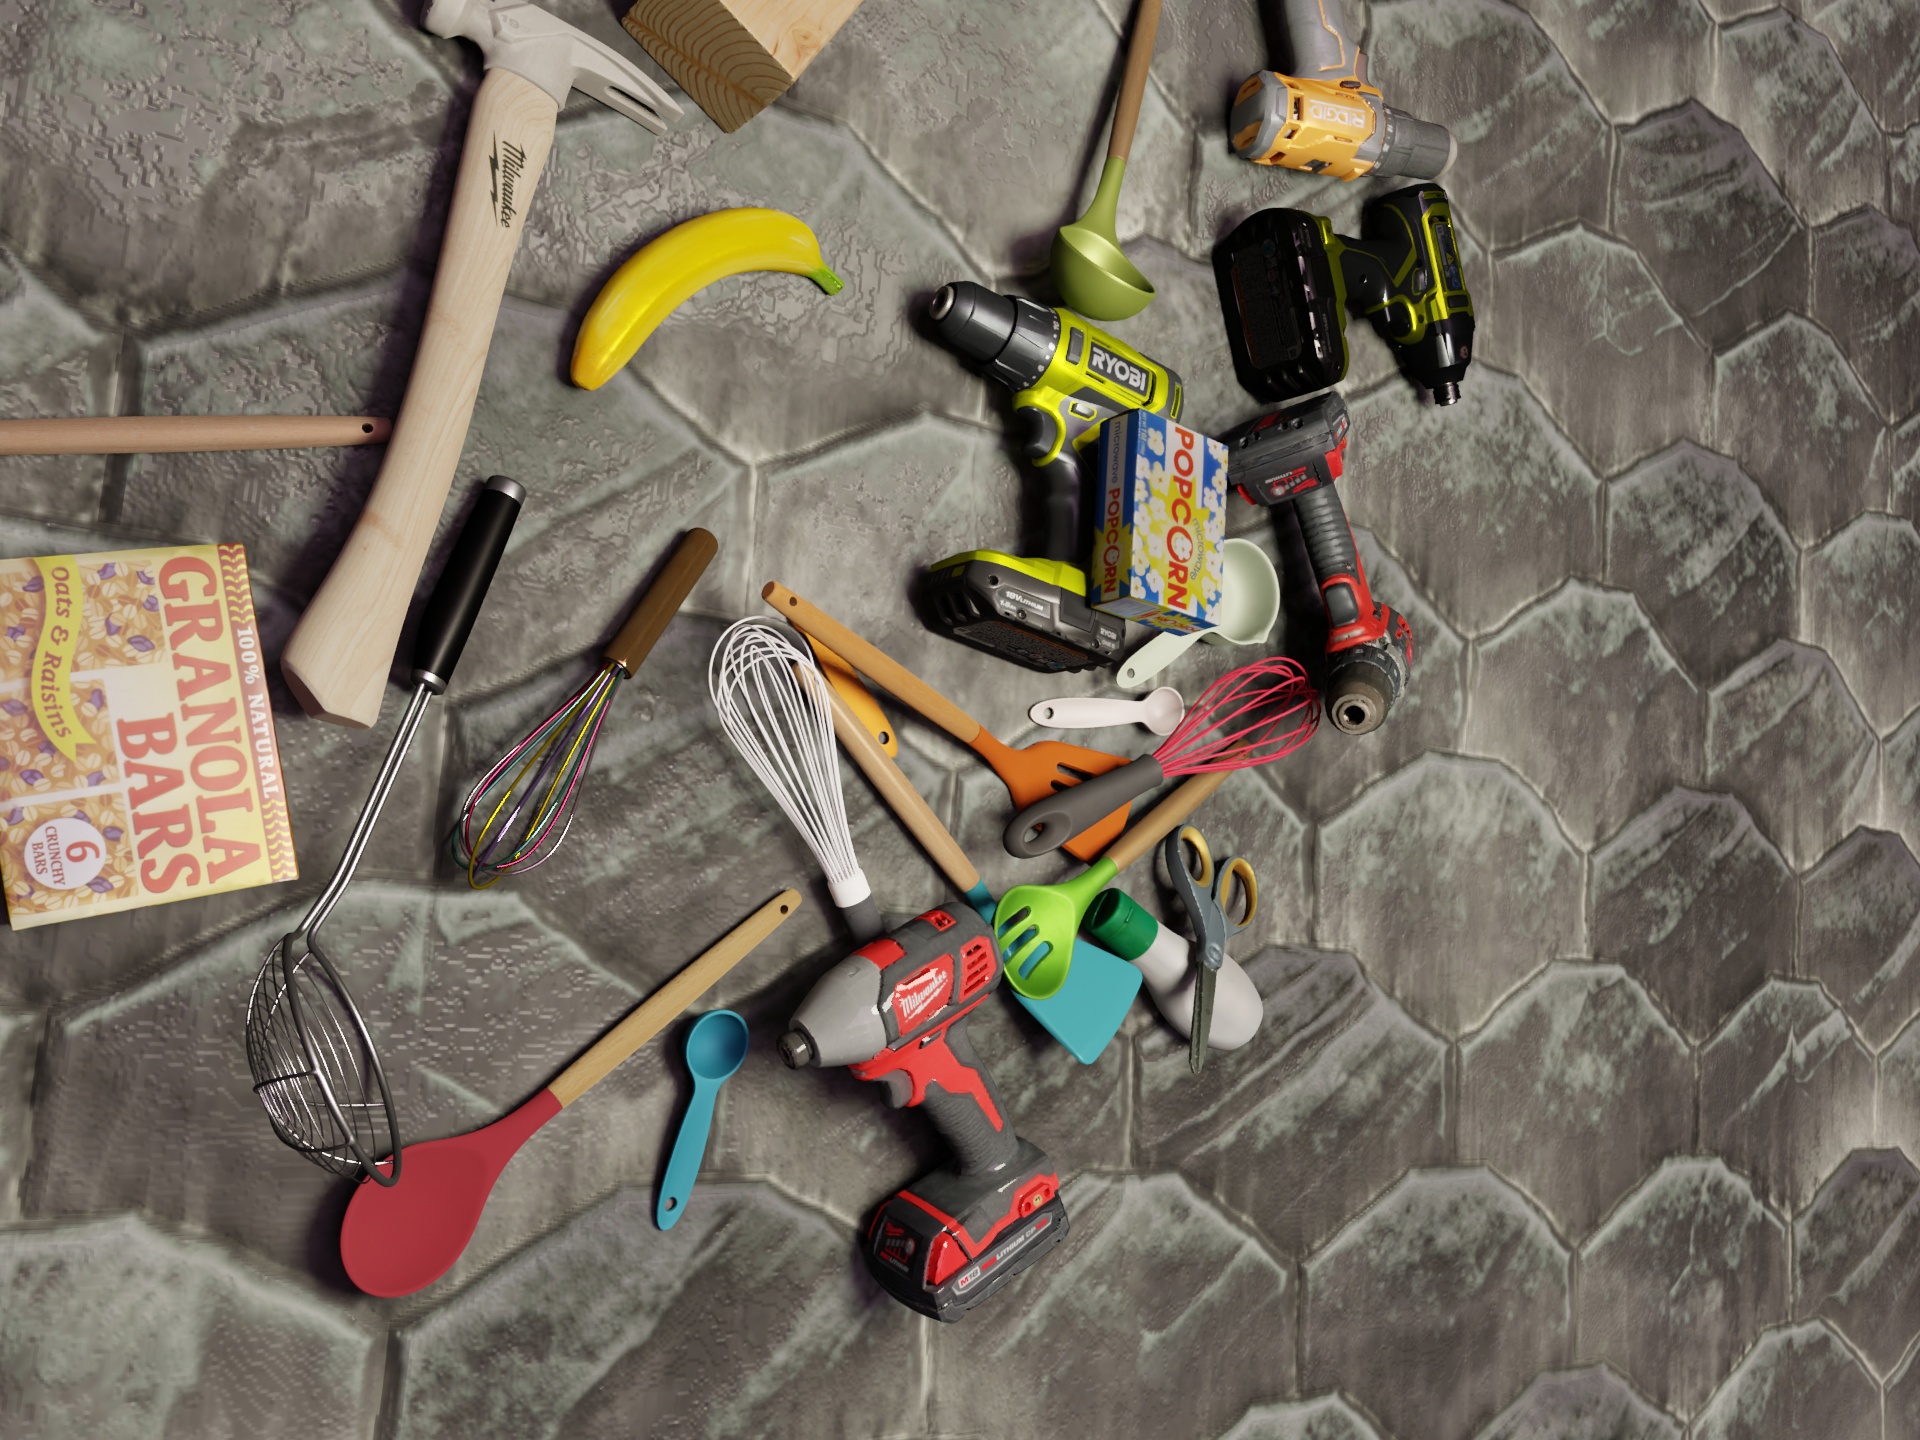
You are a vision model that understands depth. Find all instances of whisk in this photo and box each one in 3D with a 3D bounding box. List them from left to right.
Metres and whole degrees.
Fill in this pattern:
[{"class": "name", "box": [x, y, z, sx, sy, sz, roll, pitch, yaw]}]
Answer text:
[{"class": "whisk", "box": [-0.204, -0.011, 0.883, 0.245, 0.051, 0.047, -61, 138, -25]}, {"class": "whisk", "box": [-0.079, 0.072, 0.949, 0.070, 0.070, 0.284, -30, 108, -31]}, {"class": "whisk", "box": [0.142, 0.027, 1.071, 0.296, 0.073, 0.073, -25, 100, -33]}]

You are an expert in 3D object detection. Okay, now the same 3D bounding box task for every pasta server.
[{"class": "pasta server", "box": [-0.424, -0.133, 0.741, 0.316, 0.040, 0.060, -9, 95, -35]}]

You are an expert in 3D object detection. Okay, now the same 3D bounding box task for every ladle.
[{"class": "ladle", "box": [-0.203, 0.189, 0.873, 0.315, 0.031, 0.069, -39, 113, -31]}, {"class": "ladle", "box": [0.119, -0.410, 1.094, 0.078, 0.062, 0.320, 23, 67, -24]}]

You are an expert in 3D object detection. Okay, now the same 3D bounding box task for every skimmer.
[{"class": "skimmer", "box": [-0.263, 0.043, 0.803, 0.090, 0.127, 0.363, 15, 69, 1]}]

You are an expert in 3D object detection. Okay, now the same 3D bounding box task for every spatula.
[{"class": "spatula", "box": [-0.002, -0.003, 0.990, 0.322, 0.041, 0.081, 35, 68, -41]}, {"class": "spatula", "box": [0.000, 0.082, 1.002, 0.317, 0.044, 0.082, 52, 53, -19]}]

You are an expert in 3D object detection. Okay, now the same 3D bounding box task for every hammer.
[{"class": "hammer", "box": [-0.260, -0.191, 0.839, 0.146, 0.038, 0.411, 21, 72, -32]}]

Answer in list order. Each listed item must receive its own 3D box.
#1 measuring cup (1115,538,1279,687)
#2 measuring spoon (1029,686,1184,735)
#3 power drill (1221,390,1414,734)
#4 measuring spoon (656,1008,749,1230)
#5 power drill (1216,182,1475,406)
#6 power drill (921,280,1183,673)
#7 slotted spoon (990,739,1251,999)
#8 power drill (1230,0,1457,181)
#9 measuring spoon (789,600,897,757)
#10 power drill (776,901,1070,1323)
[{"class": "measuring cup", "box": [0.158, -0.068, 1.124, 0.167, 0.038, 0.083, -36, 106, -28]}, {"class": "measuring spoon", "box": [0.099, -0.006, 1.097, 0.124, 0.018, 0.034, -1, 94, -27]}, {"class": "power drill", "box": [0.261, -0.106, 1.130, 0.226, 0.080, 0.188, 67, 24, -12]}, {"class": "measuring spoon", "box": [-0.156, 0.226, 0.911, 0.042, 0.021, 0.128, 19, 85, -41]}, {"class": "power drill", "box": [0.309, -0.318, 1.219, 0.223, 0.080, 0.171, -16, 95, -37]}, {"class": "power drill", "box": [0.048, -0.161, 1.035, 0.190, 0.080, 0.229, 19, 74, -32]}, {"class": "slotted spoon", "box": [0.113, 0.087, 1.061, 0.314, 0.031, 0.070, -35, 99, -42]}, {"class": "power drill", "box": [0.299, -0.523, 1.209, 0.185, 0.084, 0.226, 3, 88, -21]}, {"class": "measuring spoon", "box": [-0.070, -0.024, 0.984, 0.021, 0.011, 0.116, -41, 109, -28]}, {"class": "power drill", "box": [-0.023, 0.231, 0.937, 0.143, 0.079, 0.219, -26, 110, -32]}]
